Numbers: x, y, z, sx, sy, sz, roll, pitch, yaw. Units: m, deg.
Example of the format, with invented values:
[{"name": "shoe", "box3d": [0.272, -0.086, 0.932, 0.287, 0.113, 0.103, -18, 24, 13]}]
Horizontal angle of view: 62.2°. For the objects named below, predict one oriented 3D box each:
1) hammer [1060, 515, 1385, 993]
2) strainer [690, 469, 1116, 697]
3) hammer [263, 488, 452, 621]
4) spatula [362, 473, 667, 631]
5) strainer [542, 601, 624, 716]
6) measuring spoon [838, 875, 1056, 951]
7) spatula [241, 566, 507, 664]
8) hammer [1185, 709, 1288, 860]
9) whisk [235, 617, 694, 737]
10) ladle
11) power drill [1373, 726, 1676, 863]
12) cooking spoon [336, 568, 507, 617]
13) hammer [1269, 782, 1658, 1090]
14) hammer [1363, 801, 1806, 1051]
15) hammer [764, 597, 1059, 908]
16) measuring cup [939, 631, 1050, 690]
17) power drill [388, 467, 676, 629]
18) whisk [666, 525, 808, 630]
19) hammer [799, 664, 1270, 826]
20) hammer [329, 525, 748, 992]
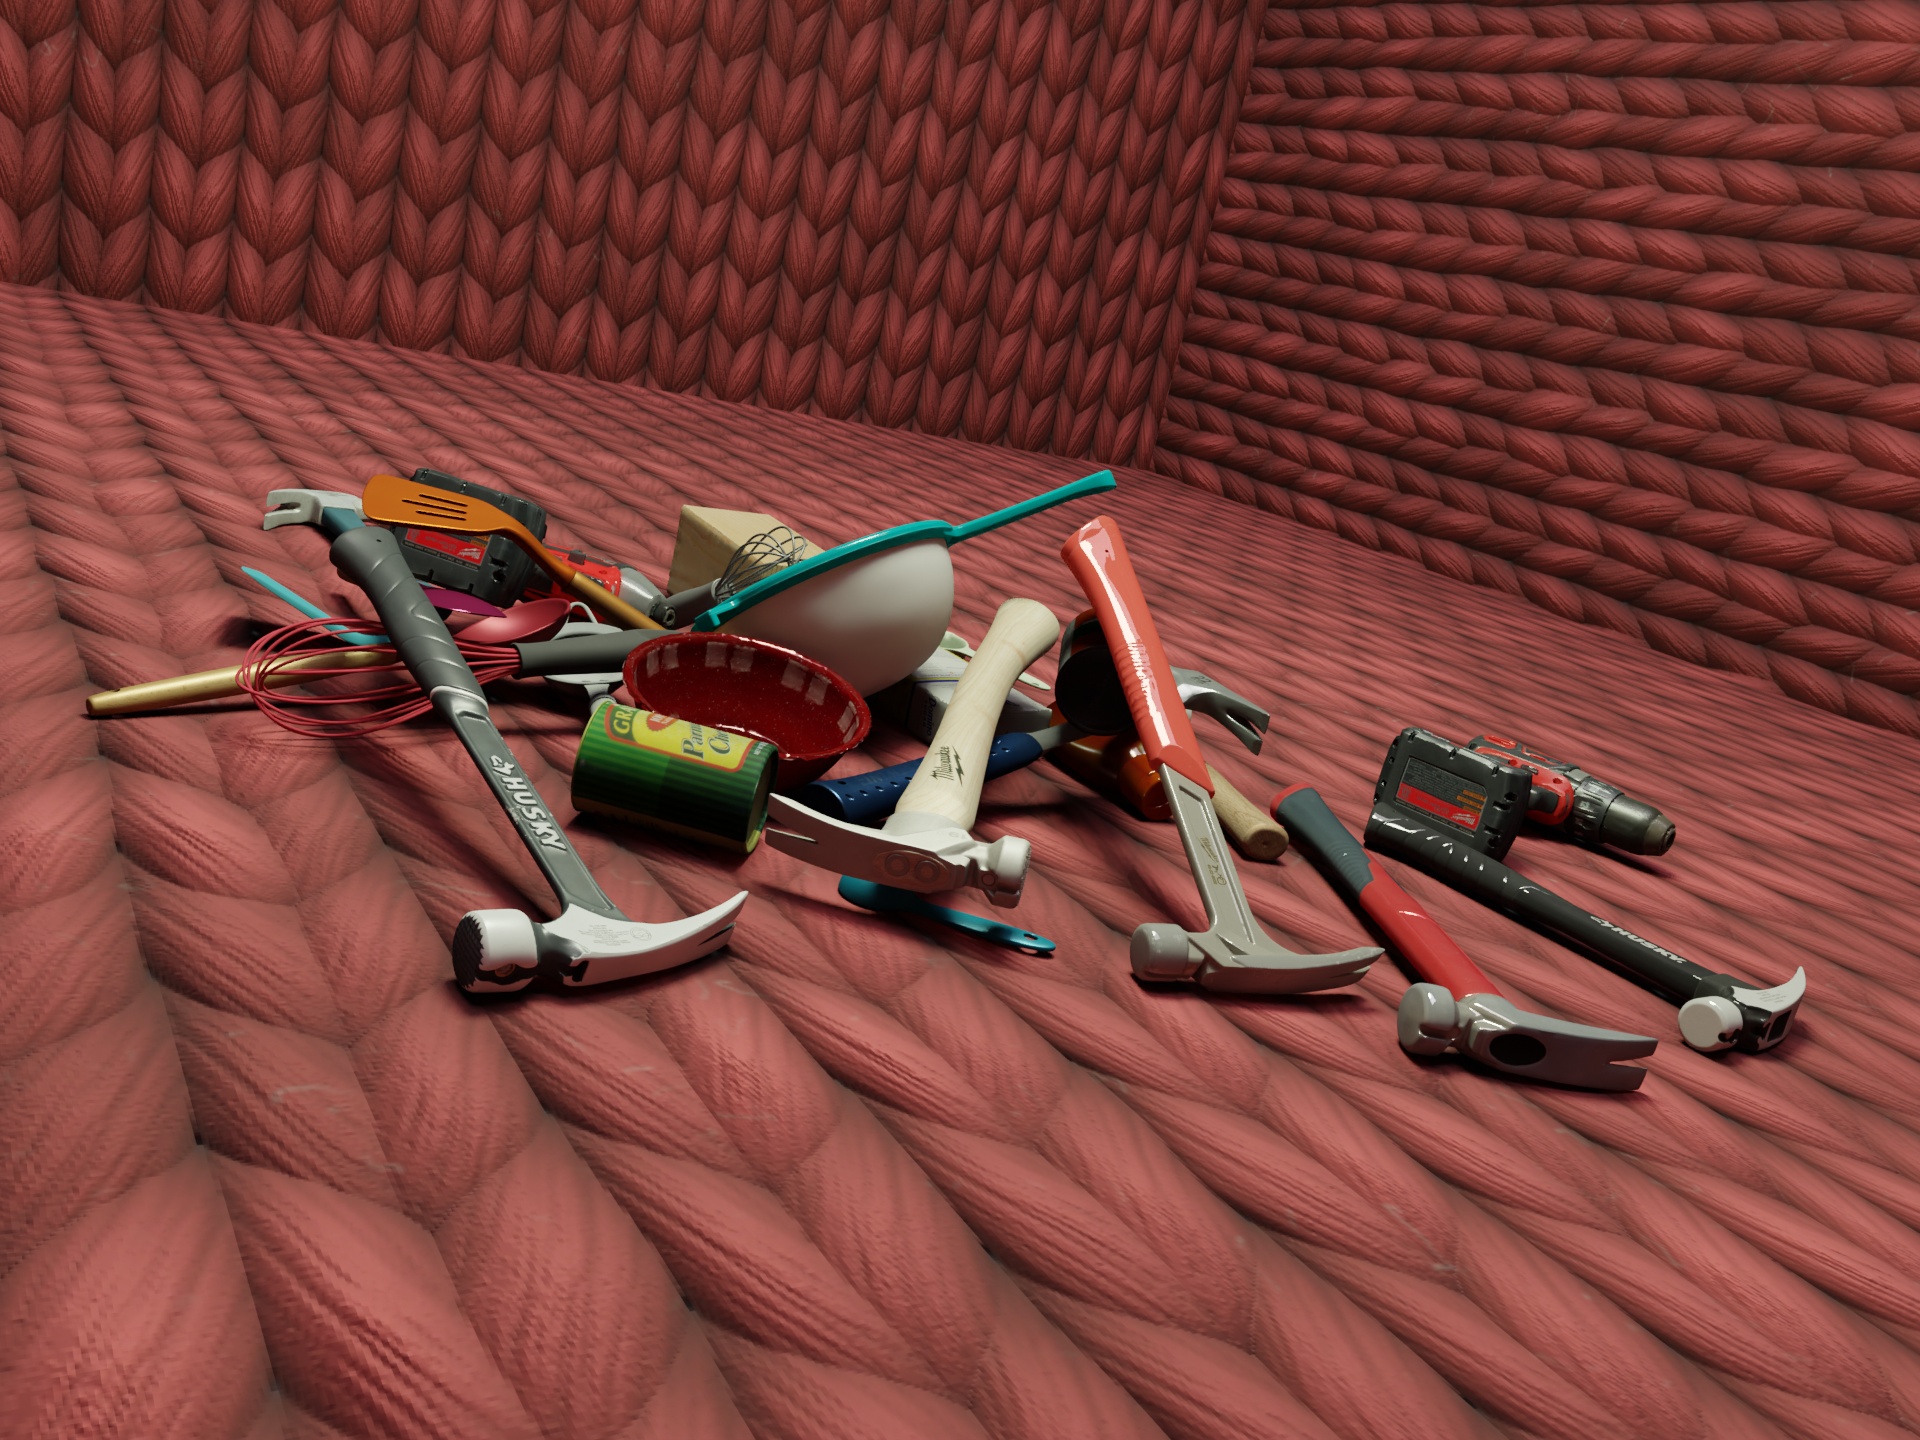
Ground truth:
[{"name": "hammer", "box3d": [0.136, 0.008, 0.988, 0.149, 0.036, 0.359, 4, 48, -21]}, {"name": "strainer", "box3d": [-0.028, -0.087, 1.187, 0.340, 0.095, 0.211, -22, -3, -6]}, {"name": "hammer", "box3d": [-0.489, -0.141, 1.325, 0.128, 0.033, 0.331, 3, 18, -36]}, {"name": "spatula", "box3d": [-0.252, -0.076, 1.083, 0.322, 0.041, 0.081, 36, 14, -28]}, {"name": "strainer", "box3d": [-0.240, -0.010, 1.055, 0.087, 0.050, 0.259, -3, 26, -19]}, {"name": "measuring spoon", "box3d": [-0.006, 0.100, 0.885, 0.128, 0.021, 0.042, 16, 15, 14]}, {"name": "spatula", "box3d": [-0.347, -0.063, 1.143, 0.317, 0.044, 0.082, 8, 4, -24]}, {"name": "hammer", "box3d": [0.173, 0.033, 1.262, 0.130, 0.031, 0.331, 9, 16, -17]}, {"name": "whisk", "box3d": [-0.297, -0.035, 0.994, 0.295, 0.073, 0.073, -8, 25, -39]}, {"name": "ladle", "box3d": [-0.382, -0.039, 1.001, 0.069, 0.031, 0.315, 9, 18, 41]}, {"name": "power drill", "box3d": [0.468, 0.067, 1.314, 0.188, 0.080, 0.226, 27, 17, 39]}, {"name": "cooking spoon", "box3d": [-0.388, -0.092, 1.103, 0.068, 0.017, 0.319, 8, 4, -35]}, {"name": "hammer", "box3d": [0.293, 0.123, 1.031, 0.143, 0.038, 0.386, 12, 15, -9]}, {"name": "hammer", "box3d": [0.416, 0.132, 1.108, 0.146, 0.035, 0.335, 1, 19, -37]}, {"name": "hammer", "box3d": [-0.002, -0.003, 1.035, 0.146, 0.038, 0.411, 12, 24, 6]}, {"name": "measuring cup", "box3d": [0.003, -0.042, 1.381, 0.168, 0.038, 0.083, 24, 18, 27]}, {"name": "power drill", "box3d": [-0.319, -0.114, 1.218, 0.143, 0.078, 0.219, 19, -2, 21]}, {"name": "whisk", "box3d": [-0.189, -0.105, 1.260, 0.055, 0.055, 0.239, 1, -10, -37]}, {"name": "hammer", "box3d": [0.058, 0.017, 1.101, 0.144, 0.035, 0.405, 30, 31, 35]}, {"name": "hammer", "box3d": [-0.256, 0.001, 0.852, 0.149, 0.036, 0.409, 4, 31, -41]}]
